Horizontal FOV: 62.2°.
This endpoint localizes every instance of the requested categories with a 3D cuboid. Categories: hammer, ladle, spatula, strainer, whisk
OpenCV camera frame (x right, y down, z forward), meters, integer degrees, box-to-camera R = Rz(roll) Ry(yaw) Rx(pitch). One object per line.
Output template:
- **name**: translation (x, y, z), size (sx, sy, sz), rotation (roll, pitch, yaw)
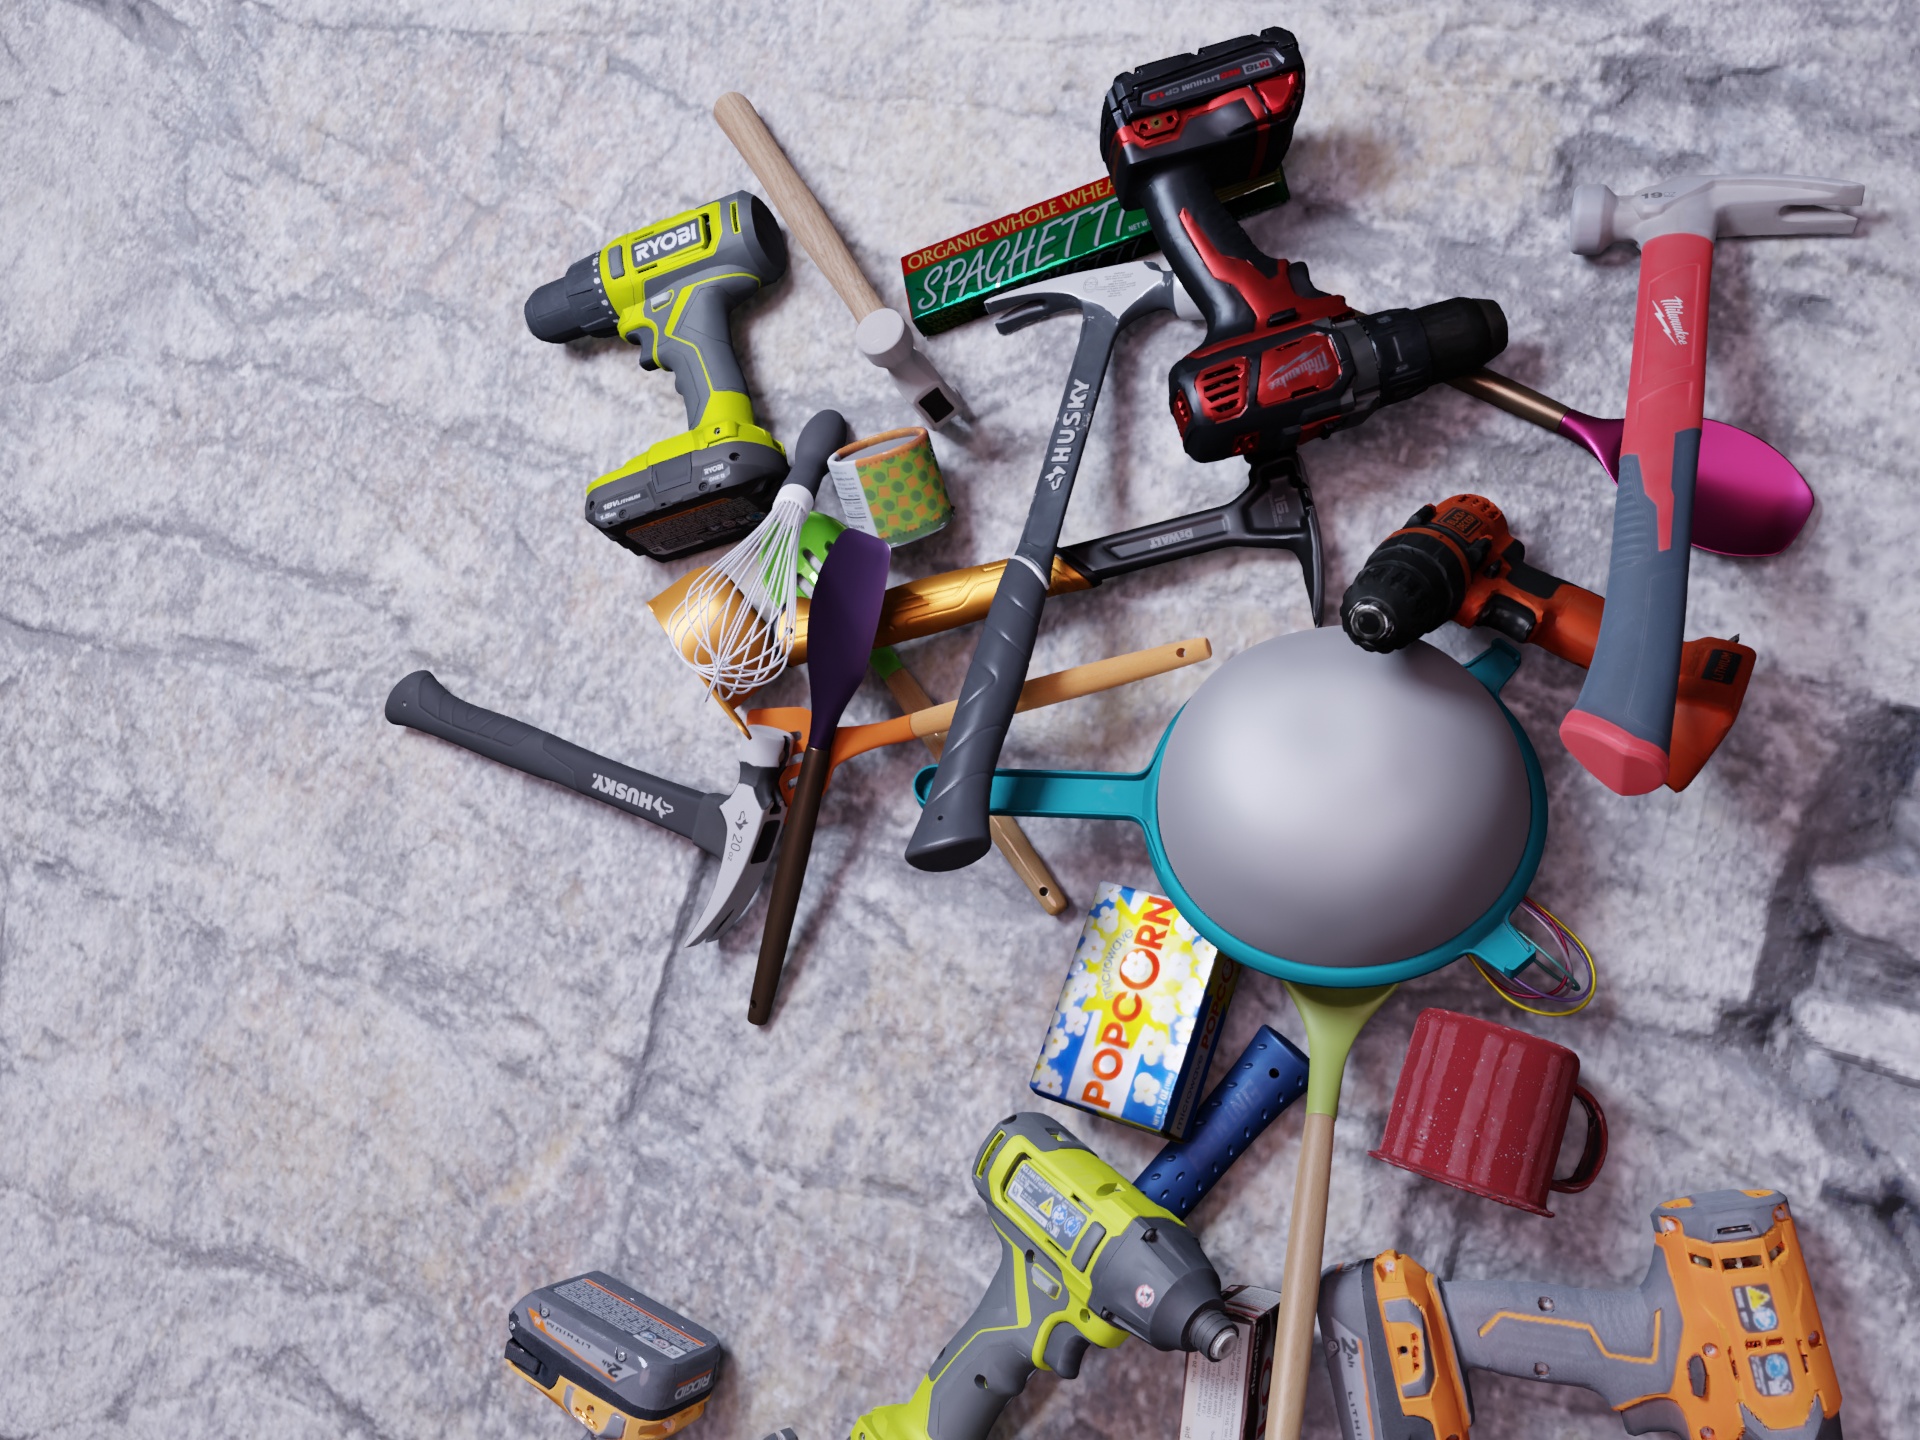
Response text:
- **hammer**: translation (0.049, 0.330, 0.887), size (0.144, 0.035, 0.405), rotation (42, 96, 23)
- **ladle**: translation (0.175, 0.219, 0.789), size (0.078, 0.062, 0.320), rotation (5, 57, 18)
- **hammer**: translation (-0.087, -0.308, 1.037), size (0.031, 0.130, 0.332), rotation (-35, 58, 7)
- **hammer**: translation (0.356, -0.131, 0.772), size (0.143, 0.038, 0.387), rotation (6, 57, 22)
- **hammer**: translation (0.039, -0.103, 0.915), size (0.149, 0.036, 0.409), rotation (5, 63, 27)
- **hammer**: translation (-0.261, 0.035, 1.061), size (0.335, 0.035, 0.146), rotation (18, 99, 27)
- **spatula**: translation (-0.002, -0.003, 0.949), size (0.322, 0.041, 0.081), rotation (-15, 82, 24)
- **strainer**: translation (0.133, 0.023, 0.836), size (0.340, 0.095, 0.211), rotation (1, 60, 14)
- **whisk**: translation (-0.108, -0.112, 0.953), size (0.070, 0.070, 0.285), rotation (-9, 38, 20)
- **hammer**: translation (0.046, -0.078, 0.952), size (0.337, 0.034, 0.127), rotation (-13, 73, 13)
- **whisk**: translation (0.238, 0.069, 0.862), size (0.245, 0.051, 0.047), rotation (44, 103, 26)
- **spatula**: translation (-0.093, 0.039, 0.964), size (0.060, 0.018, 0.316), rotation (24, 107, 39)

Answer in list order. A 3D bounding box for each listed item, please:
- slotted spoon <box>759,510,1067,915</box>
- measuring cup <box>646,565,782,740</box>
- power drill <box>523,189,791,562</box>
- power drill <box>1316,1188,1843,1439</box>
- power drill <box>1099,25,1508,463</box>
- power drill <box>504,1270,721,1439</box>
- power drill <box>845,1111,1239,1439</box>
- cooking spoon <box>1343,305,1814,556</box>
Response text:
- **slotted spoon**: translation (-0.028, -0.007, 0.990), size (0.070, 0.031, 0.314), rotation (-40, 70, 11)
- **measuring cup**: translation (-0.136, -0.039, 0.979), size (0.052, 0.095, 0.174), rotation (-38, 33, -3)
- **power drill**: translation (-0.204, -0.230, 1.078), size (0.190, 0.080, 0.229), rotation (-15, 72, 17)
- **power drill**: translation (0.300, 0.325, 0.767), size (0.226, 0.084, 0.164), rotation (-14, 75, 15)
- **power drill**: translation (0.187, -0.267, 0.896), size (0.188, 0.080, 0.227), rotation (-16, 77, 0)
- **power drill**: translation (-0.254, 0.456, 0.962), size (0.185, 0.084, 0.226), rotation (18, 91, 25)
- **power drill**: translation (0.036, 0.337, 0.807), size (0.171, 0.080, 0.223), rotation (30, 92, 49)
- **cooking spoon**: translation (0.315, -0.179, 0.892), size (0.319, 0.017, 0.069), rotation (33, 88, 23)
